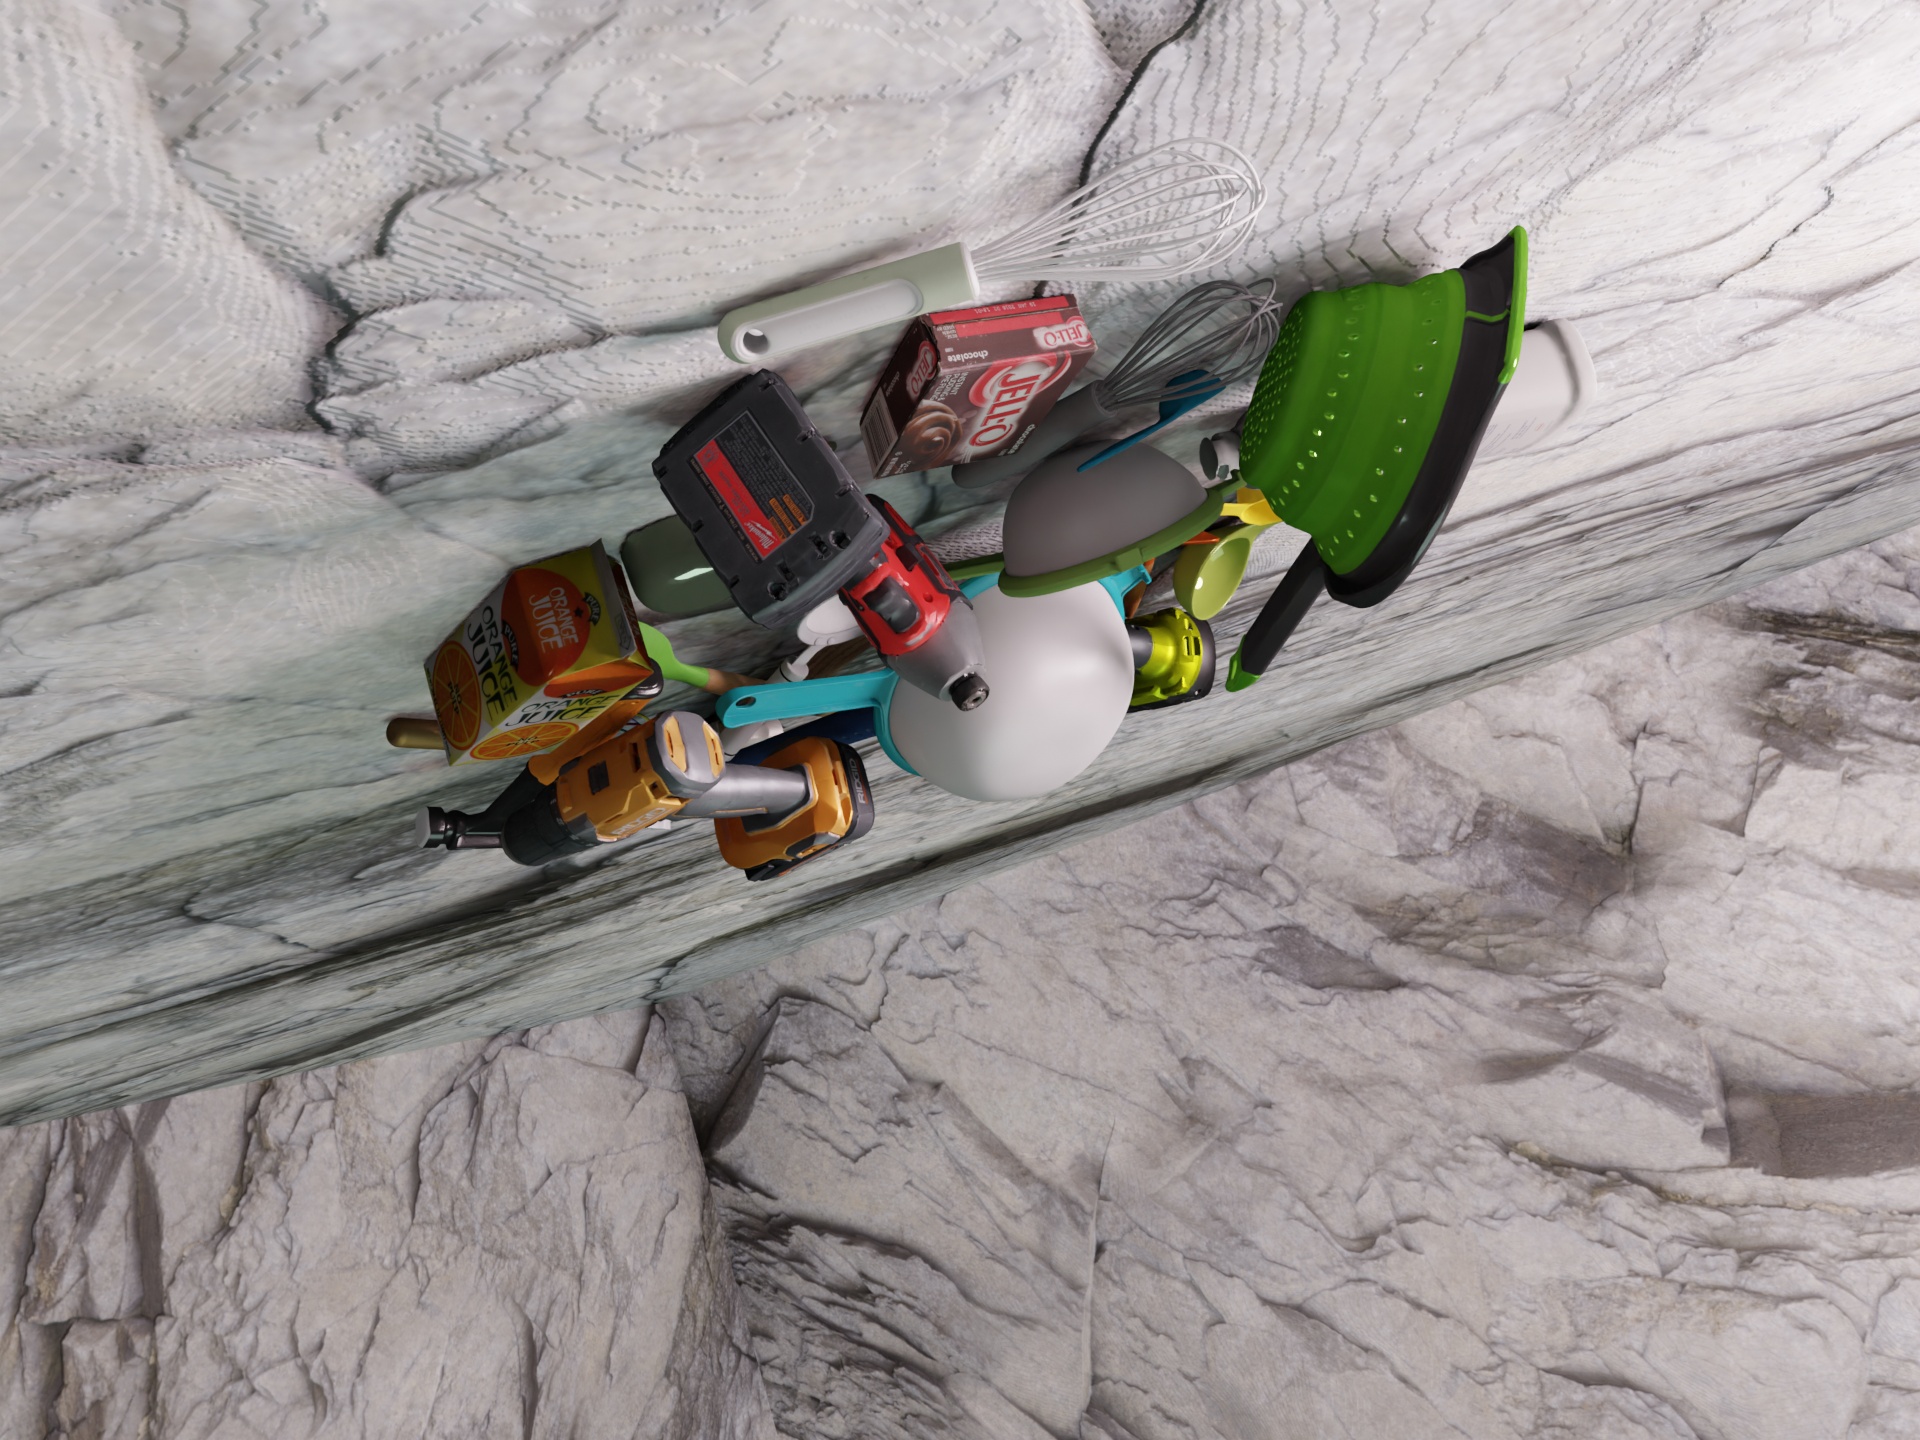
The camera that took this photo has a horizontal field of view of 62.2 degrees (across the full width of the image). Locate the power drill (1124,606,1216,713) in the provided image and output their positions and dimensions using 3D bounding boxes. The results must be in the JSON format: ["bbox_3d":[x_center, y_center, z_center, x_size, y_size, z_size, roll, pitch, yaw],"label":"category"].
[{"bbox_3d":[0.098,-0.059,1.348,0.171,0.080,0.223,-12,166,41],"label":"power drill"}]

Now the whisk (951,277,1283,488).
[{"bbox_3d":[0.079,-0.181,0.882,0.239,0.055,0.055,-22,169,42],"label":"whisk"}]

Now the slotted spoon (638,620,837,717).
[{"bbox_3d":[-0.170,-0.027,1.156,0.070,0.031,0.313,-26,160,25],"label":"slotted spoon"}]

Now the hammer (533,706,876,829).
[{"bbox_3d":[-0.191,0.039,1.311,0.405,0.035,0.144,-18,165,39],"label":"hammer"}]

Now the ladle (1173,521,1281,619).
[{"bbox_3d":[0.299,-0.171,1.226,0.320,0.062,0.078,-28,165,31],"label":"ladle"}]

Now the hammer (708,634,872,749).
[{"bbox_3d":[-0.132,-0.033,1.276,0.130,0.031,0.331,-9,165,-39],"label":"hammer"}]

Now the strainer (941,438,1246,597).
[{"bbox_3d":[0.045,-0.132,1.028,0.256,0.069,0.151,-7,-158,42],"label":"strainer"}]

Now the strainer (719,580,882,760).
[{"bbox_3d":[-0.115,-0.042,1.120,0.086,0.050,0.258,-4,147,-48],"label":"strainer"}]

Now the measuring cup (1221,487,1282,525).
[{"bbox_3d":[0.186,-0.167,1.168,0.156,0.029,0.062,-2,164,-15],"label":"measuring cup"}]

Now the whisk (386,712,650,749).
[{"bbox_3d":[-0.321,0.011,1.196,0.047,0.051,0.244,-47,152,24],"label":"whisk"}]

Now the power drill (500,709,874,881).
[{"bbox_3d":[-0.194,0.063,1.128,0.185,0.084,0.226,-27,157,30],"label":"power drill"}]

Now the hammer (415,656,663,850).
[{"bbox_3d":[-0.283,0.030,1.138,0.127,0.034,0.337,2,158,-34],"label":"hammer"}]

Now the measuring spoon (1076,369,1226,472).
[{"bbox_3d":[0.105,-0.174,0.911,0.128,0.021,0.042,-35,-170,-36],"label":"measuring spoon"}]

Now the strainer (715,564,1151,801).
[{"bbox_3d":[-0.002,-0.004,1.115,0.340,0.095,0.210,-8,135,-35],"label":"strainer"}]

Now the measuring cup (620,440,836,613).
[{"bbox_3d":[-0.126,-0.108,0.914,0.167,0.038,0.083,-27,166,35],"label":"measuring cup"}]

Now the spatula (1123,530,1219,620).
[{"bbox_3d":[0.146,-0.116,1.282,0.081,0.041,0.322,-2,170,1],"label":"spatula"}]

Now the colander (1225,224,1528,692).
[{"bbox_3d":[0.199,-0.134,0.952,0.094,0.205,0.396,17,149,-3],"label":"colander"}]

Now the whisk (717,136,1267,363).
[{"bbox_3d":[0.012,-0.197,0.691,0.246,0.059,0.057,-15,130,6],"label":"whisk"}]

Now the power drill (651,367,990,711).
[{"bbox_3d":[-0.057,-0.081,0.839,0.078,0.143,0.219,-38,157,8],"label":"power drill"}]
